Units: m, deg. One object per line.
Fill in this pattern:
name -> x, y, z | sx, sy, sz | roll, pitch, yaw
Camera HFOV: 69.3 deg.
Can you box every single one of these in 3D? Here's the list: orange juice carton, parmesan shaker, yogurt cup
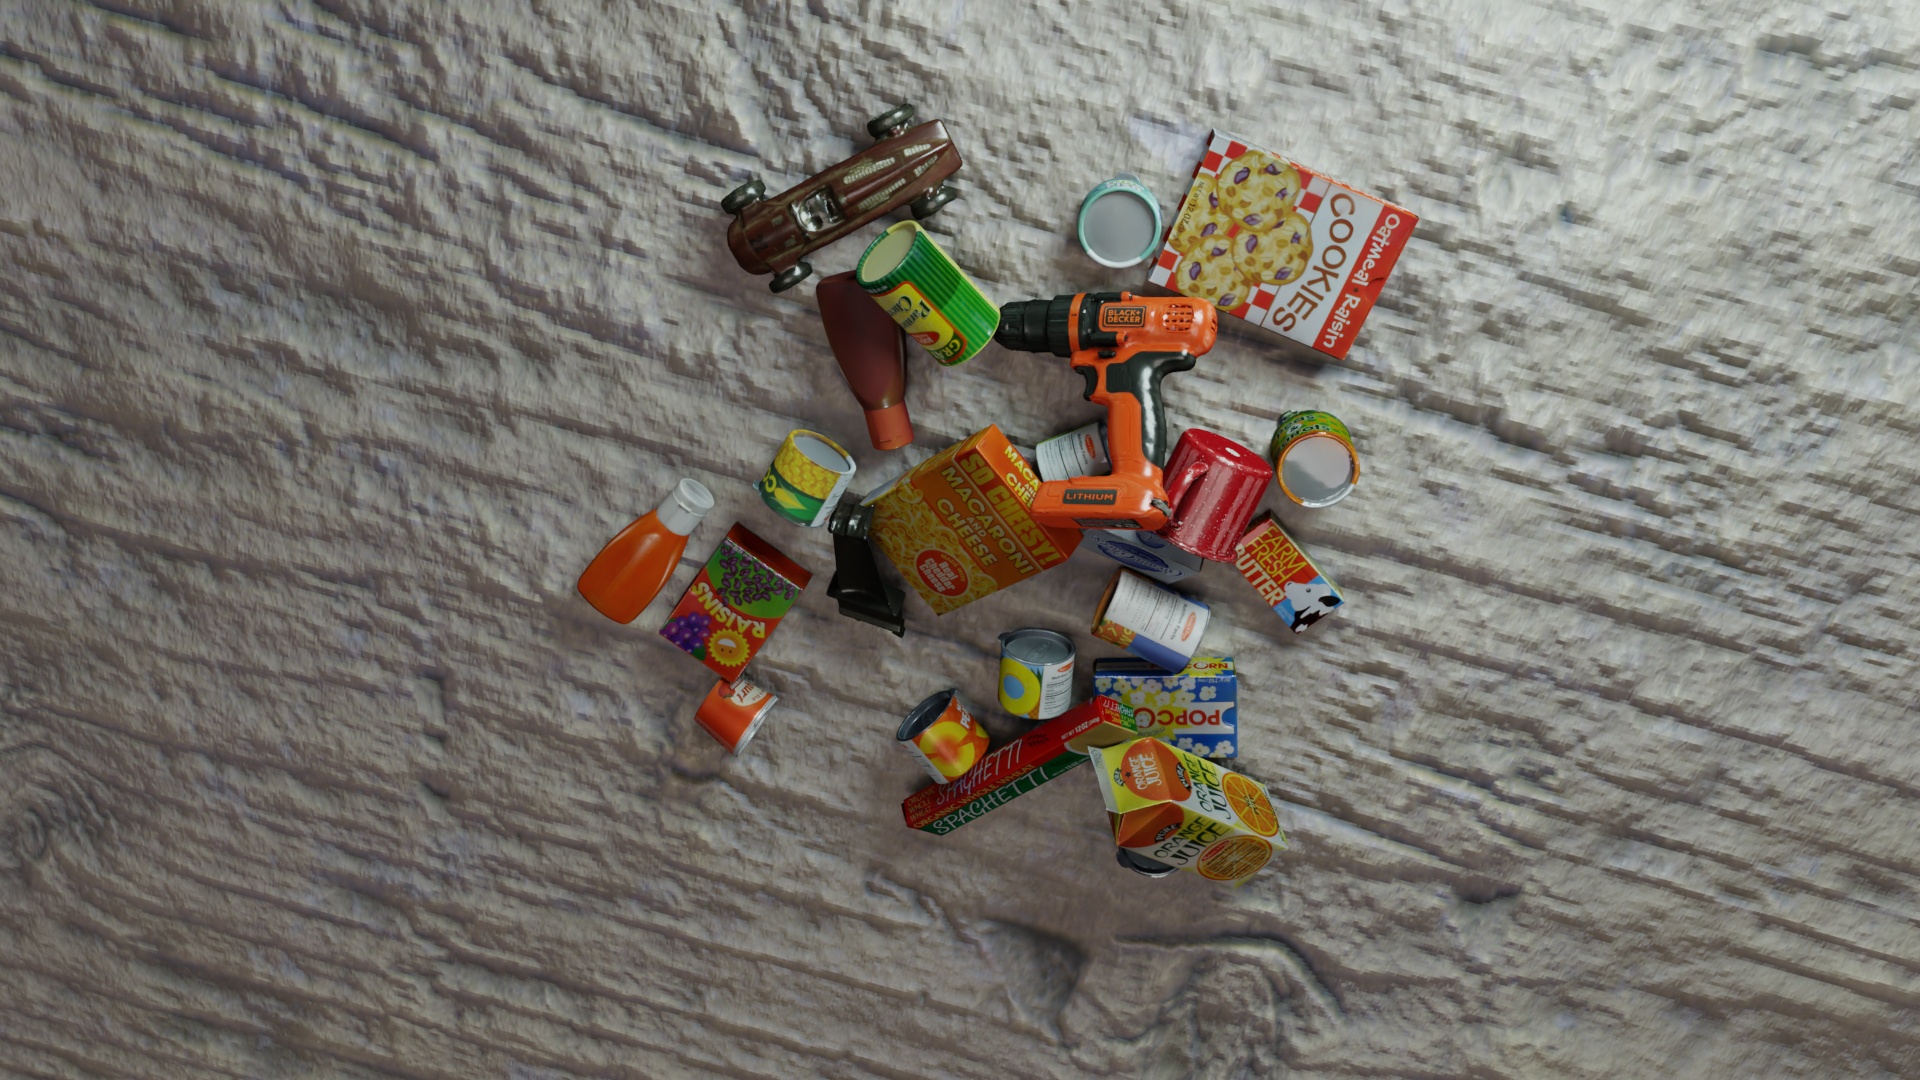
orange juice carton -> 0.191, 0.236, 1.223 | 0.192, 0.072, 0.072 | 26, 122, -29
parmesan shaker -> -0.028, -0.194, 1.097 | 0.071, 0.071, 0.103 | -35, 128, 20
yogurt cup -> -0.211, 0.160, 1.293 | 0.054, 0.073, 0.072 | 35, 113, 1

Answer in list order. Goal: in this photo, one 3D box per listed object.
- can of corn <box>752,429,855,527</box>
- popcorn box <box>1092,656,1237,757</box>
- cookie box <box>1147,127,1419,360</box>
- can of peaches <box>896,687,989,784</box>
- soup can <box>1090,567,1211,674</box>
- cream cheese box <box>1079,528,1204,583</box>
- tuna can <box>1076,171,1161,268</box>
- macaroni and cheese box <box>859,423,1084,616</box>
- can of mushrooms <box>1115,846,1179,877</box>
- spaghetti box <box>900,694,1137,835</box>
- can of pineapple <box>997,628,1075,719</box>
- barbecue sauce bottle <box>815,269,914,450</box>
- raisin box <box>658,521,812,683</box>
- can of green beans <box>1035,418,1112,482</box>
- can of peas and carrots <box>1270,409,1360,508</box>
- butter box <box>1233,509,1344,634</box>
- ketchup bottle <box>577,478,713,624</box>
can of corn -> -0.133, -0.055, 1.189 | 0.071, 0.071, 0.058 | 31, 113, -6
popcorn box -> 0.183, 0.150, 1.247 | 0.127, 0.038, 0.085 | -1, 111, 9
cookie box -> 0.247, -0.228, 1.076 | 0.167, 0.040, 0.122 | 22, 114, -2
can of peaches -> -0.014, 0.179, 1.272 | 0.071, 0.071, 0.058 | -35, 104, 20
soup can -> 0.163, 0.070, 1.202 | 0.084, 0.071, 0.071 | 25, 114, -2
cream cheese box -> 0.149, 0.004, 1.172 | 0.104, 0.053, 0.024 | 23, 70, -15
tuna can -> 0.125, -0.251, 1.088 | 0.071, 0.033, 0.070 | 3, 114, 7
macaroni and cheese box -> 0.004, -0.015, 1.166 | 0.166, 0.040, 0.123 | -26, 109, 44
can of mushrooms -> 0.180, 0.280, 1.305 | 0.071, 0.033, 0.070 | 3, 114, 6
spaghetti box -> 0.049, 0.208, 1.260 | 0.249, 0.029, 0.050 | -34, 139, 31
can of pineapple -> 0.066, 0.118, 1.235 | 0.071, 0.071, 0.057 | 6, 114, 5
barbecue sauce bottle -> -0.073, -0.149, 1.153 | 0.065, 0.044, 0.148 | -7, 112, 16
raisin box -> -0.205, 0.057, 1.262 | 0.086, 0.040, 0.123 | 35, 112, -8
can of green beans -> 0.102, -0.060, 1.154 | 0.058, 0.071, 0.071 | -21, 109, 17
can of peas and carrots -> 0.286, -0.068, 1.128 | 0.071, 0.059, 0.070 | 3, 113, 6
butter box -> 0.276, 0.027, 1.189 | 0.053, 0.024, 0.103 | -39, 103, 20
ketchup bottle -> -0.279, 0.007, 1.248 | 0.064, 0.044, 0.148 | 40, 112, -10
